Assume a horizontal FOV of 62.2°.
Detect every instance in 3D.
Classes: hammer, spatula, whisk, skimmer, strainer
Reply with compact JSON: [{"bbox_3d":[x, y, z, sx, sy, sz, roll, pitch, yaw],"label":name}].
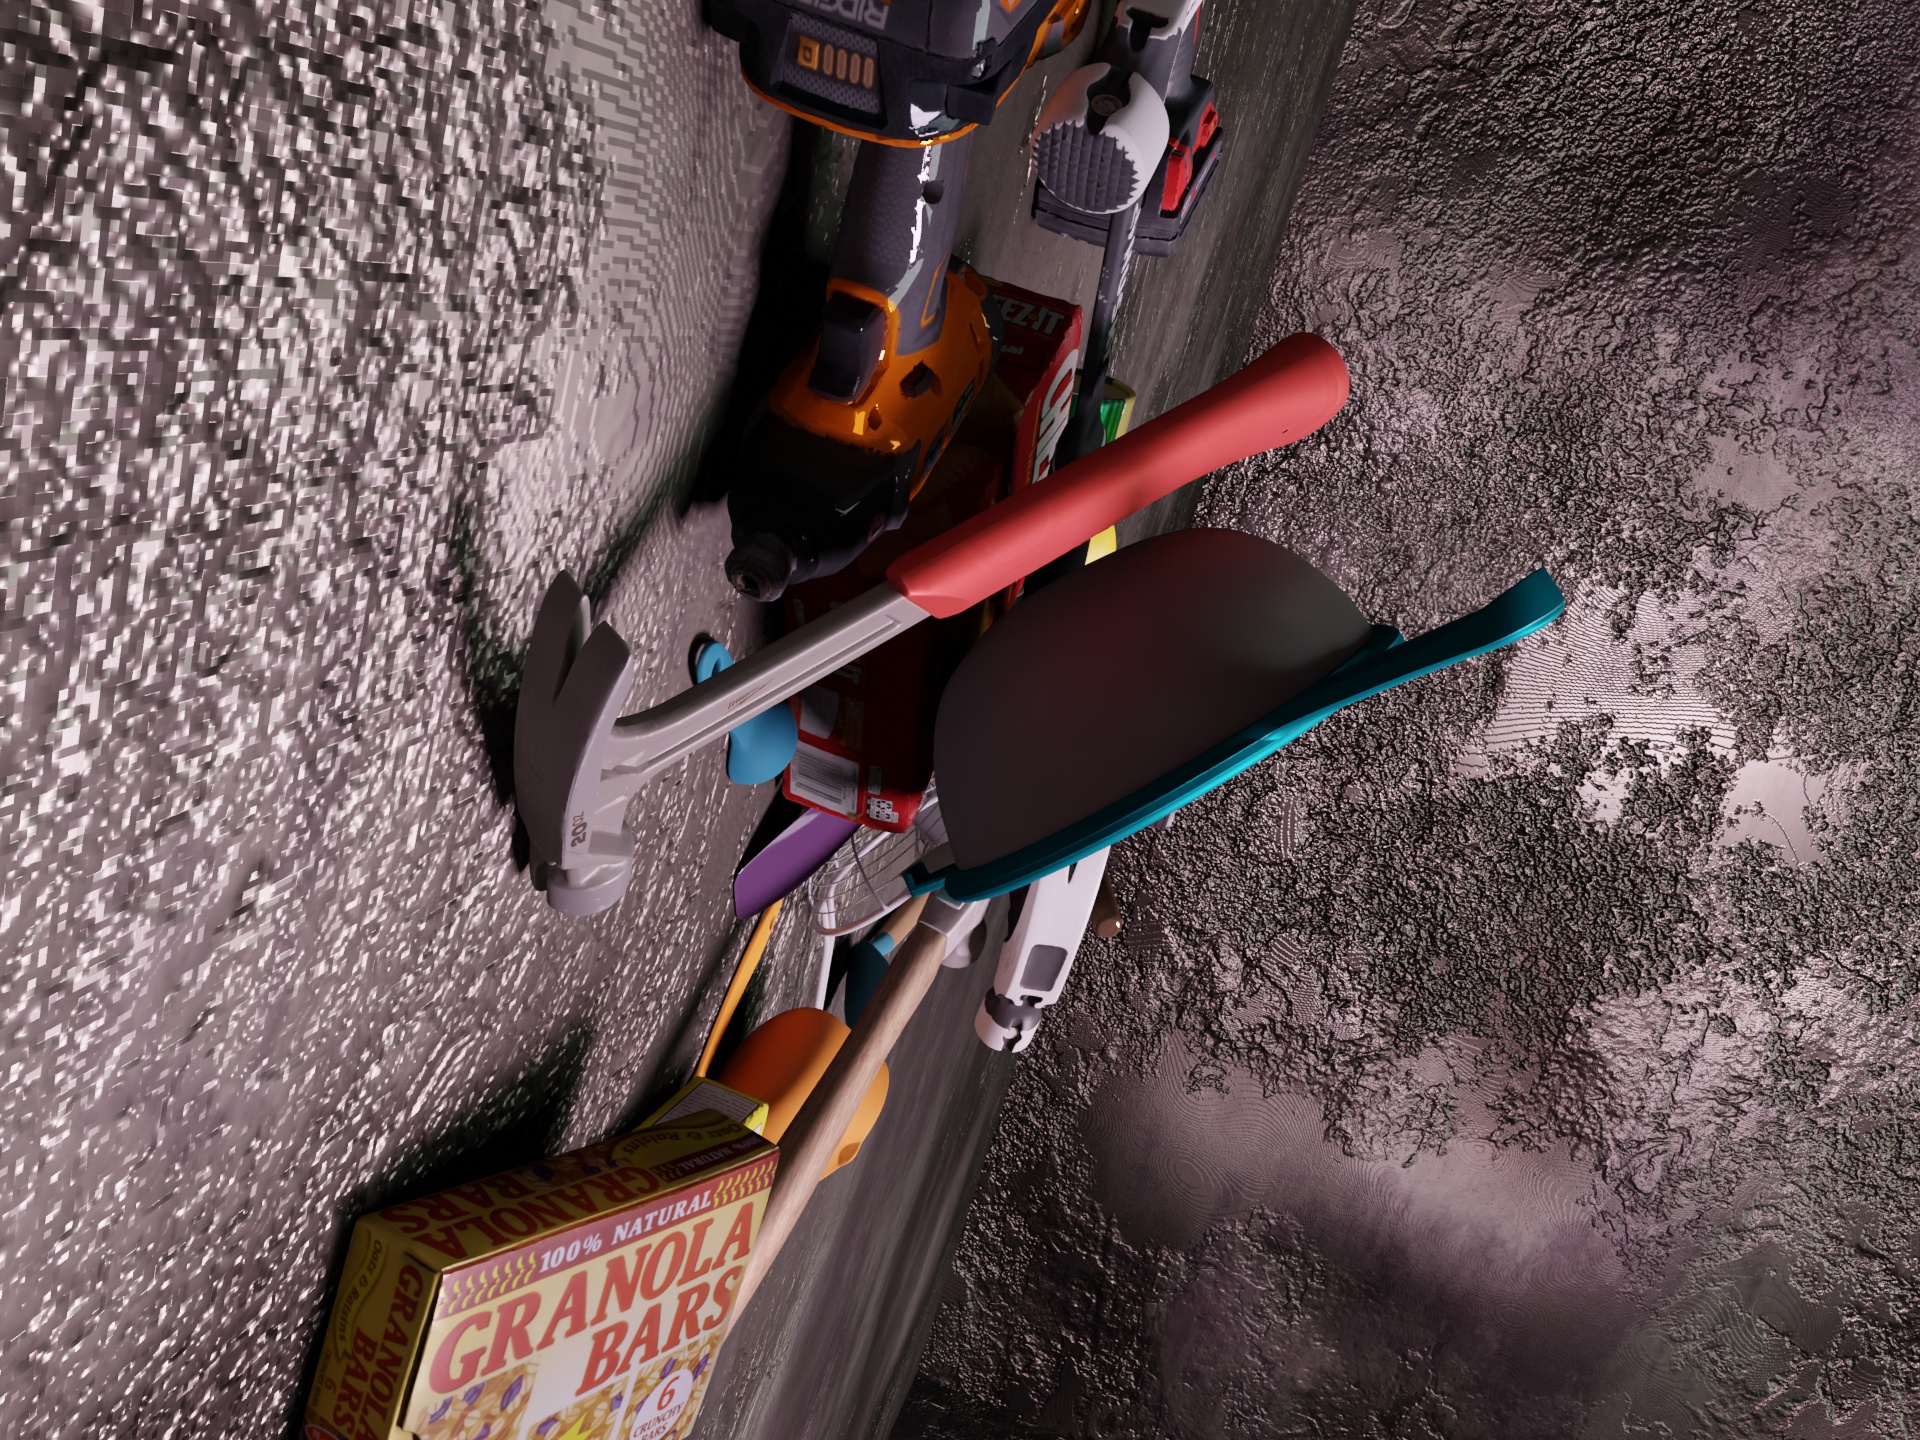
[{"bbox_3d":[0.051,-0.127,0.649,0.408,0.036,0.149,97,16,-61],"label":"hammer"},{"bbox_3d":[-0.001,-0.003,0.824,0.316,0.018,0.059,-41,155,-28],"label":"spatula"},{"bbox_3d":[-0.038,0.155,1.135,0.317,0.044,0.082,-42,146,-73],"label":"spatula"},{"bbox_3d":[0.033,0.015,0.916,0.335,0.035,0.146,-95,-161,-50],"label":"hammer"},{"bbox_3d":[-0.015,0.079,1.120,0.238,0.055,0.055,62,47,-71],"label":"whisk"},{"bbox_3d":[0.014,-0.063,0.528,0.359,0.037,0.149,-32,162,-32],"label":"hammer"},{"bbox_3d":[-0.056,0.176,0.931,0.127,0.090,0.363,-58,164,-55],"label":"skimmer"},{"bbox_3d":[-0.067,0.187,0.707,0.331,0.031,0.130,-57,165,-32],"label":"hammer"},{"bbox_3d":[0.086,-0.030,0.592,0.211,0.095,0.340,-31,180,-22],"label":"strainer"}]

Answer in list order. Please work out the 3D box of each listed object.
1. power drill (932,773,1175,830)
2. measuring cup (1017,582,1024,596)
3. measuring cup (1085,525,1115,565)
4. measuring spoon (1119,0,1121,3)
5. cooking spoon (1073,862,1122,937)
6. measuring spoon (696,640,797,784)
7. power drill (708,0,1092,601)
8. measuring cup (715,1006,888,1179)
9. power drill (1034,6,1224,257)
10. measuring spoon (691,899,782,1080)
[{"bbox_3d":[0.066,0.042,1.131,0.223,0.171,0.080,33,76,-83],"label":"power drill"},{"bbox_3d":[0.030,-0.150,0.953,0.167,0.038,0.083,92,21,-43],"label":"measuring cup"},{"bbox_3d":[0.053,-0.142,0.871,0.062,0.029,0.157,106,-27,-62],"label":"measuring cup"},{"bbox_3d":[0.097,-0.385,0.913,0.124,0.018,0.034,99,14,-49],"label":"measuring spoon"},{"bbox_3d":[0.056,0.024,0.925,0.319,0.017,0.068,-103,-164,-60],"label":"cooking spoon"},{"bbox_3d":[-0.083,-0.003,0.634,0.128,0.021,0.042,81,29,-73],"label":"measuring spoon"},{"bbox_3d":[-0.028,-0.149,0.500,0.226,0.084,0.164,103,11,-53],"label":"power drill"},{"bbox_3d":[-0.116,0.217,0.801,0.173,0.052,0.095,-43,-157,-10],"label":"measuring cup"},{"bbox_3d":[0.091,-0.349,0.791,0.226,0.080,0.188,94,18,-48],"label":"power drill"},{"bbox_3d":[-0.110,0.141,0.793,0.021,0.011,0.117,83,28,-69],"label":"measuring spoon"}]
